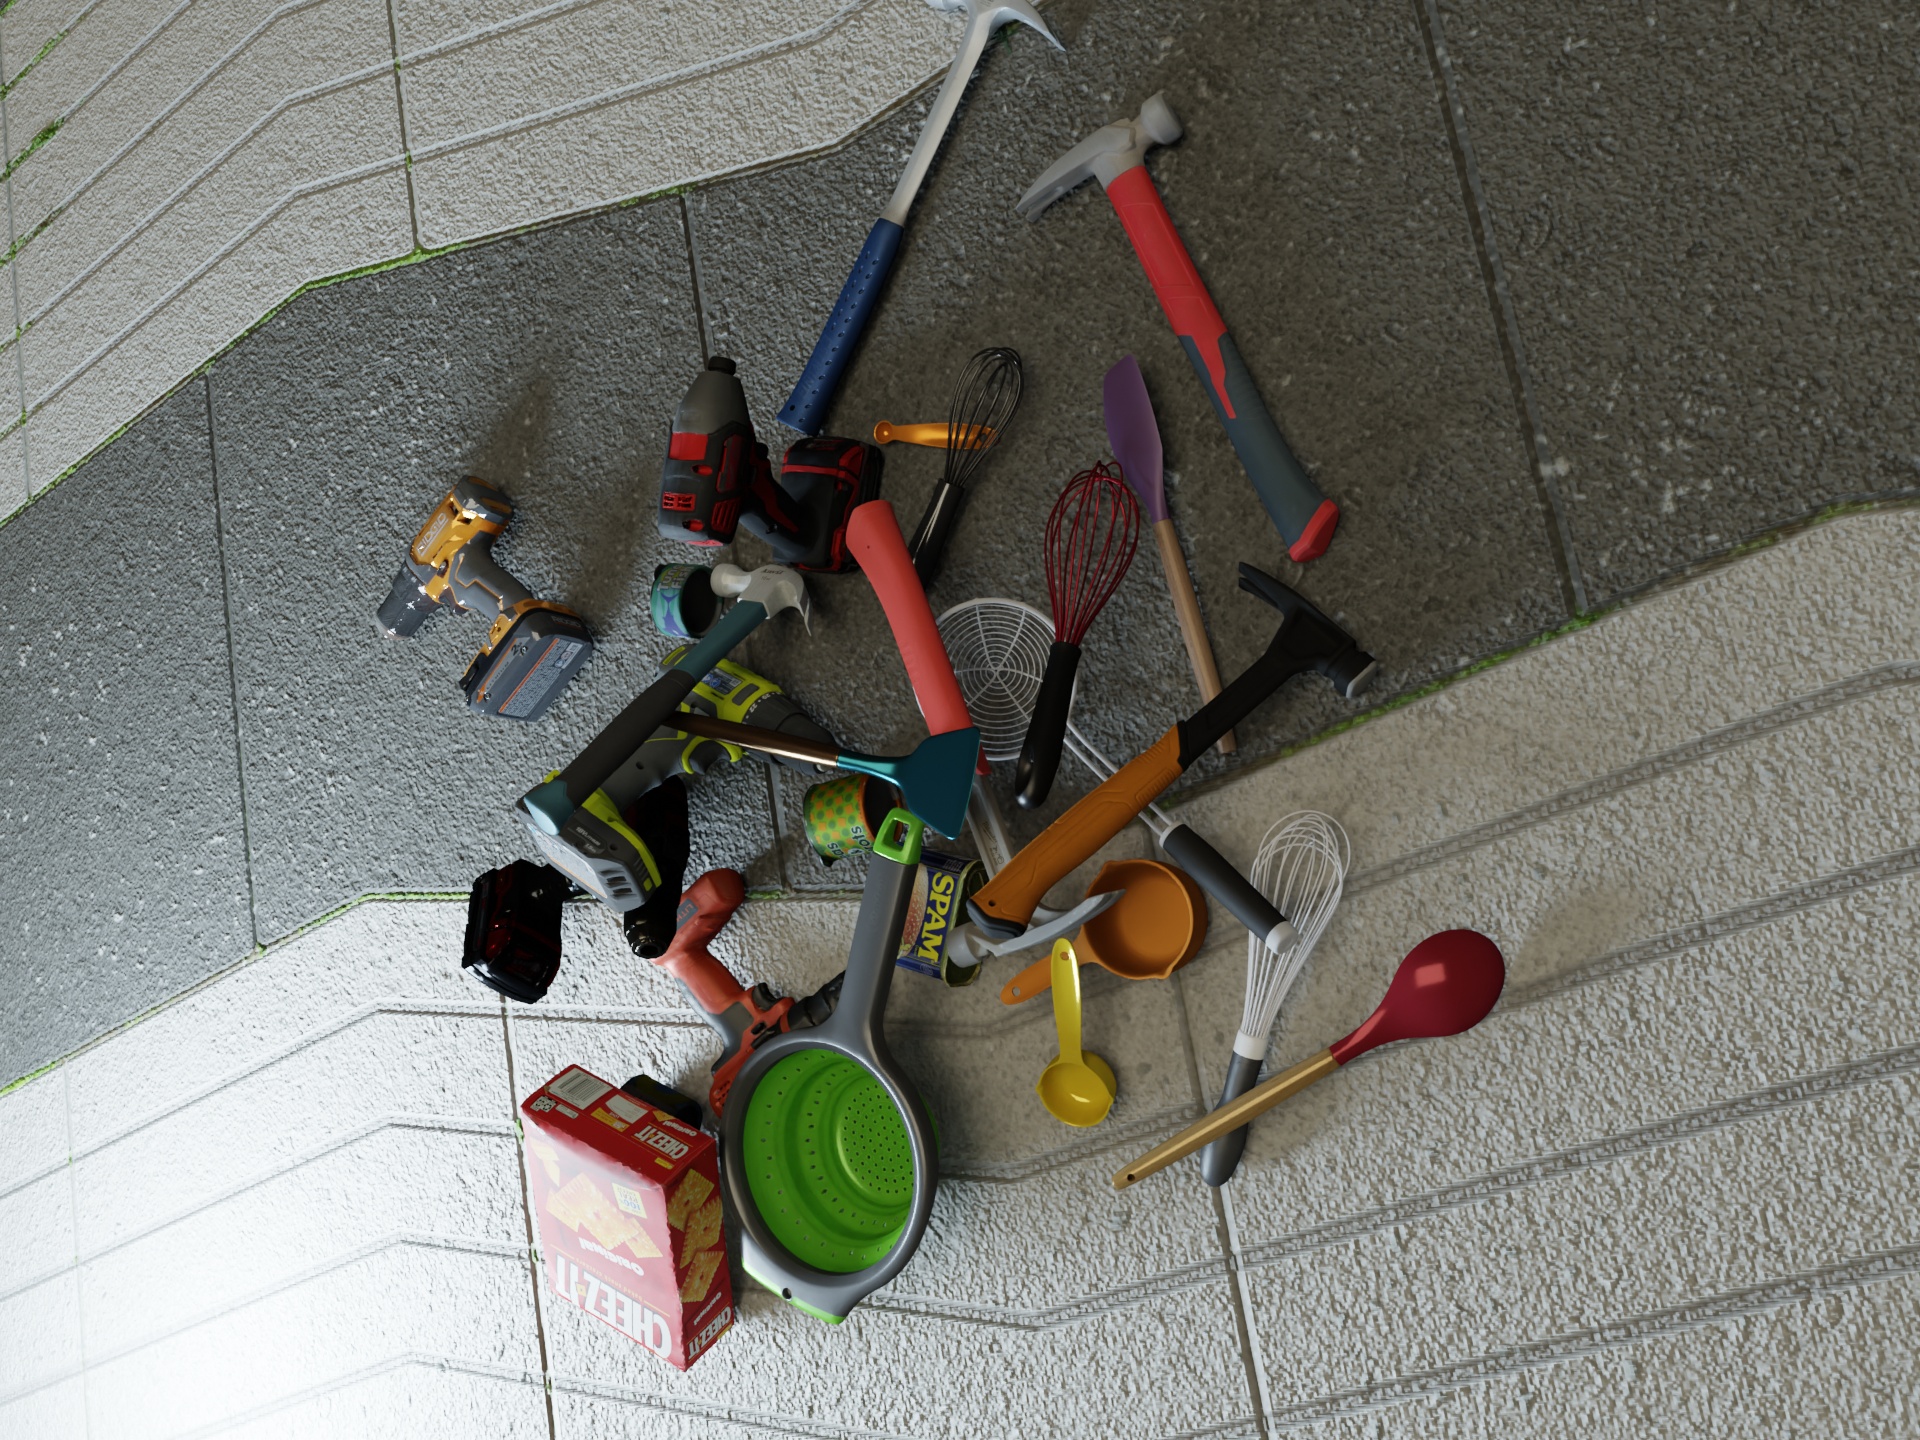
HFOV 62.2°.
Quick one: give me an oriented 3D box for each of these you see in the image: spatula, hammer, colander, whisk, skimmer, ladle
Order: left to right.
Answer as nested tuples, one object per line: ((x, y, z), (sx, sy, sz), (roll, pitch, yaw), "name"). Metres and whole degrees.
((-0.233, -0.025, 1.278), (0.128, 0.331, 0.033), (8, 132, 32), "hammer")
((-0.117, 0.021, 1.217), (0.318, 0.044, 0.082), (11, 88, 29), "spatula")
((-0.065, 0.259, 1.240), (0.205, 0.094, 0.397), (18, 99, 32), "colander")
((-0.050, -0.430, 1.347), (0.144, 0.035, 0.405), (30, 99, 27), "hammer")
((-0.009, -0.191, 1.292), (0.055, 0.055, 0.239), (30, 105, 27), "whisk")
((-0.002, -0.004, 1.193), (0.149, 0.036, 0.359), (-28, 76, 33), "hammer")
((0.082, -0.068, 1.172), (0.073, 0.073, 0.296), (0, 61, 28), "whisk")
((0.101, 0.042, 1.160), (0.127, 0.090, 0.364), (-54, 52, 12), "skimmer")
((0.133, 0.028, 1.119), (0.337, 0.034, 0.127), (-40, 65, -12), "hammer")
((0.159, -0.126, 1.211), (0.060, 0.018, 0.316), (-32, 70, 57), "spatula")
((0.172, -0.285, 1.214), (0.143, 0.038, 0.386), (-30, 72, 24), "hammer")
((0.215, 0.200, 1.134), (0.070, 0.070, 0.284), (18, 98, 28), "whisk")
((0.236, 0.244, 1.102), (0.315, 0.031, 0.069), (-35, 93, 13), "ladle")

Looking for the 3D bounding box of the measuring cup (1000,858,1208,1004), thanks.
((0.108, 0.169, 1.196), (0.173, 0.052, 0.095), (-35, 70, 23), "measuring cup")

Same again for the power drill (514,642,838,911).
((-0.230, 0.045, 1.313), (0.191, 0.080, 0.228), (28, 59, 33), "power drill")

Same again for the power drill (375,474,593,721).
((-0.464, -0.097, 1.512), (0.185, 0.084, 0.226), (-48, 62, 16), "power drill")

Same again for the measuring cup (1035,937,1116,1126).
((0.086, 0.228, 1.183), (0.062, 0.029, 0.156), (3, 109, 23), "measuring cup")

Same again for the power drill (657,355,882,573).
((-0.154, -0.198, 1.274), (0.078, 0.219, 0.143), (8, 89, 28), "power drill")

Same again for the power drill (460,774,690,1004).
((-0.325, 0.160, 1.376), (0.226, 0.080, 0.188), (-32, 41, 21), "power drill")

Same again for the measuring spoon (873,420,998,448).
((-0.019, -0.238, 1.328), (0.117, 0.011, 0.021), (8, 93, 25), "measuring spoon")
